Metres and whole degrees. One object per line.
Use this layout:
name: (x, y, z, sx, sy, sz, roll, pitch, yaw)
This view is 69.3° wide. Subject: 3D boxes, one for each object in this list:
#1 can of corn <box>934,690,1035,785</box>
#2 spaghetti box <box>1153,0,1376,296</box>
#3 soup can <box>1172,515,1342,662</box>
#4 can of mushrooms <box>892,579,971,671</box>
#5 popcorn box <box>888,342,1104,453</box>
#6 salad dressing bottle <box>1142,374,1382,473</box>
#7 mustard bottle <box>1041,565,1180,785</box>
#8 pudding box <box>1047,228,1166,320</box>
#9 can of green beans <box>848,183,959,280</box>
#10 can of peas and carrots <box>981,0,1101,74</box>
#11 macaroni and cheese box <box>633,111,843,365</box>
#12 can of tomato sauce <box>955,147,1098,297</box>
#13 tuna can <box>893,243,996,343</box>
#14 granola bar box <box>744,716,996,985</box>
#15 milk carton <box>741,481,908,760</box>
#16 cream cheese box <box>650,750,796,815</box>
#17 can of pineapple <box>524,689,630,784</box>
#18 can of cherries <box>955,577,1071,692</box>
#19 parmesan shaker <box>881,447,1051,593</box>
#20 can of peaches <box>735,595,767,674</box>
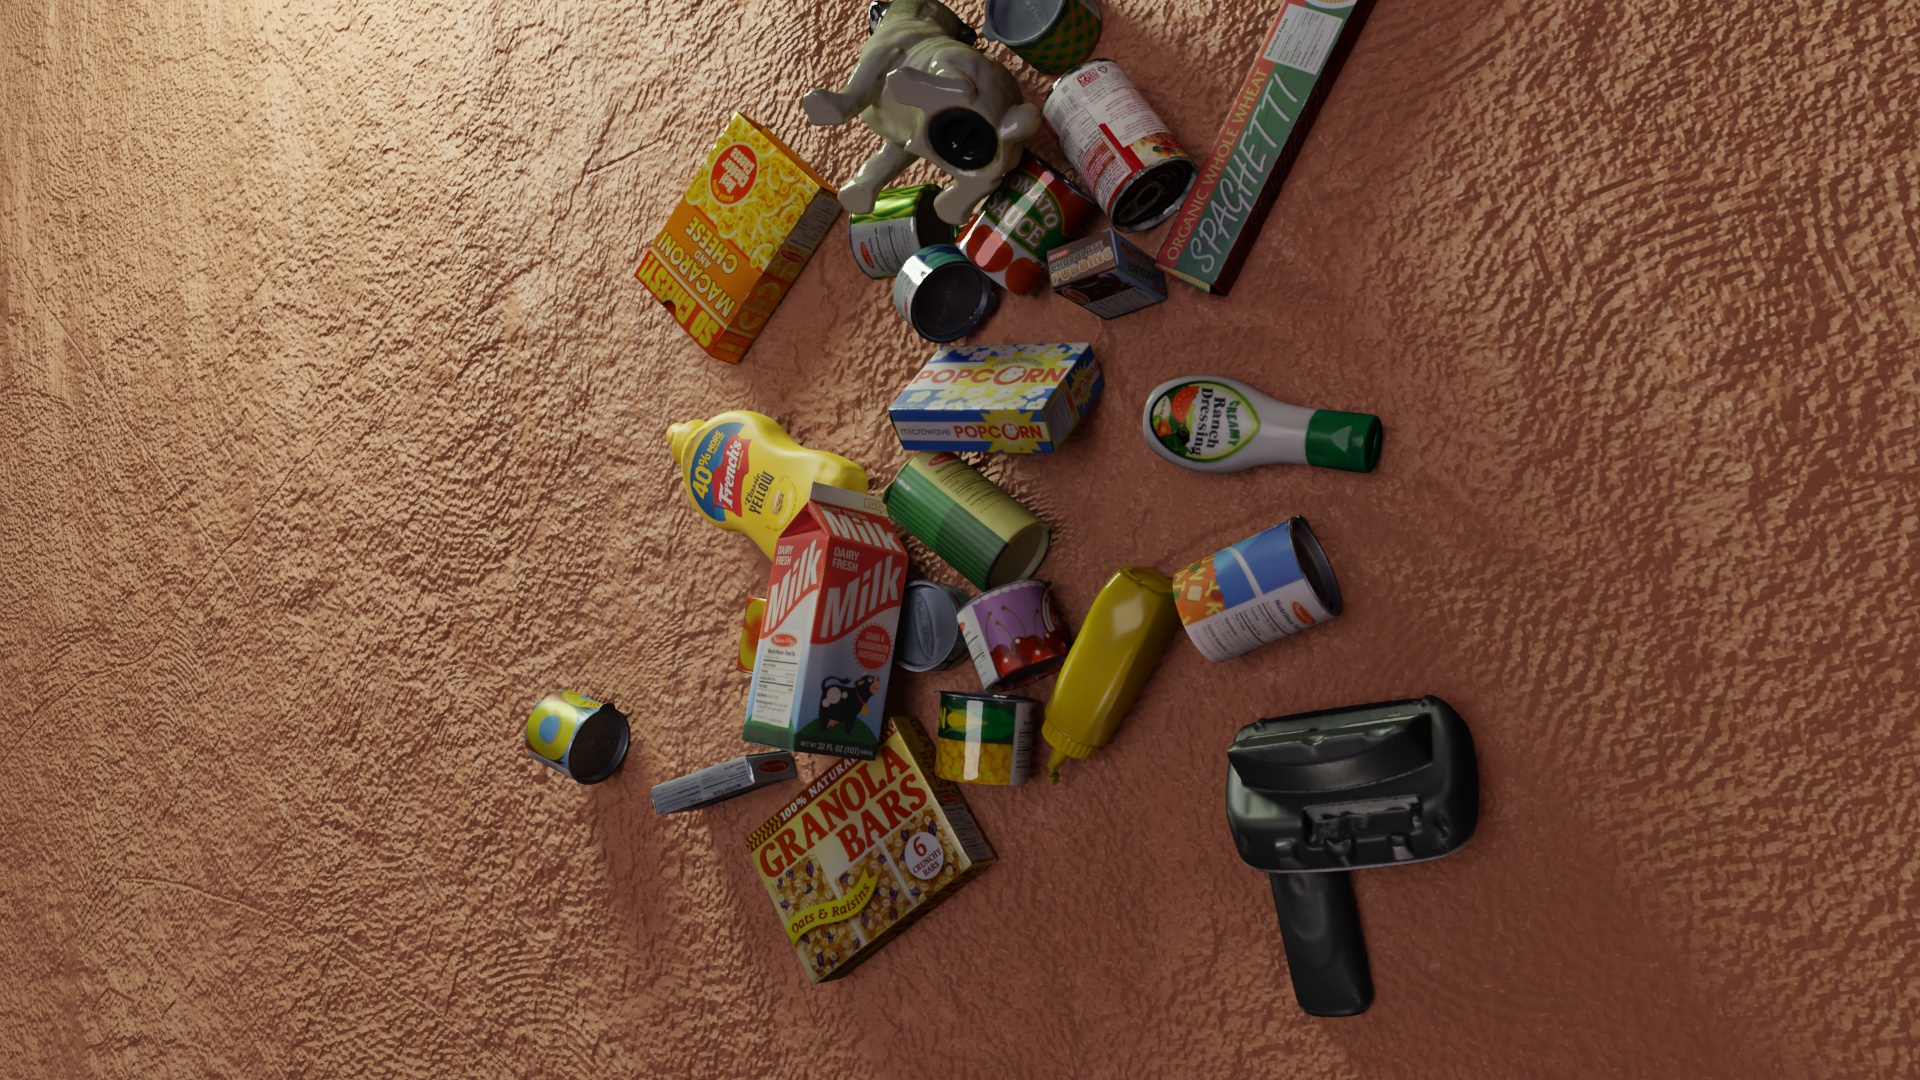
can of corn: (0.014, 0.135, 0.958, 0.071, 0.071, 0.058, 2, 86, 32)
spaghetti box: (0.206, -0.282, 0.915, 0.050, 0.029, 0.249, 31, 100, 30)
soup can: (0.185, 0.030, 0.869, 0.083, 0.071, 0.071, -26, 71, 27)
can of mushrooms: (-0.024, 0.063, 1.010, 0.071, 0.033, 0.071, -4, 83, 31)
popcorn box: (0.024, -0.100, 0.971, 0.126, 0.085, 0.038, 4, 129, 32)
salad dressing bottle: (0.192, -0.071, 0.888, 0.147, 0.044, 0.064, 10, 91, 32)
mustard bottle: (0.091, 0.094, 0.919, 0.049, 0.065, 0.159, 34, 105, 26)
pudding box: (0.100, -0.178, 0.935, 0.049, 0.084, 0.030, -15, 76, 30)
can of green beans: (-0.041, -0.231, 1.038, 0.058, 0.071, 0.071, 0, 84, 31)
can of peas and carrots: (0.058, -0.375, 1.000, 0.071, 0.059, 0.071, -4, 82, 32)
macaroni and cheese box: (-0.185, -0.249, 1.144, 0.124, 0.040, 0.166, 46, 107, 28)
can of tomato sauce: (0.046, -0.224, 0.982, 0.071, 0.071, 0.083, 48, 109, 27)
tuna can: (-0.011, -0.180, 1.012, 0.071, 0.071, 0.033, -54, 44, 15)
granola bar box: (-0.069, 0.225, 1.014, 0.165, 0.039, 0.124, -41, 65, 21)
milk carton: (-0.093, 0.057, 0.997, 0.073, 0.072, 0.190, -1, 77, 52)
cream cheese box: (-0.185, 0.188, 1.082, 0.103, 0.053, 0.024, -22, 75, 28)
can of pineapple: (-0.319, 0.162, 1.160, 0.058, 0.071, 0.071, 16, 93, 32)
can of cherries: (0.040, 0.065, 0.953, 0.071, 0.071, 0.058, -31, 69, 25)
parmesan shaker: (0.003, -0.012, 0.981, 0.103, 0.071, 0.071, 39, 104, 29)
can of peaches: (-0.132, 0.074, 1.056, 0.071, 0.071, 0.058, 6, 87, 32)
